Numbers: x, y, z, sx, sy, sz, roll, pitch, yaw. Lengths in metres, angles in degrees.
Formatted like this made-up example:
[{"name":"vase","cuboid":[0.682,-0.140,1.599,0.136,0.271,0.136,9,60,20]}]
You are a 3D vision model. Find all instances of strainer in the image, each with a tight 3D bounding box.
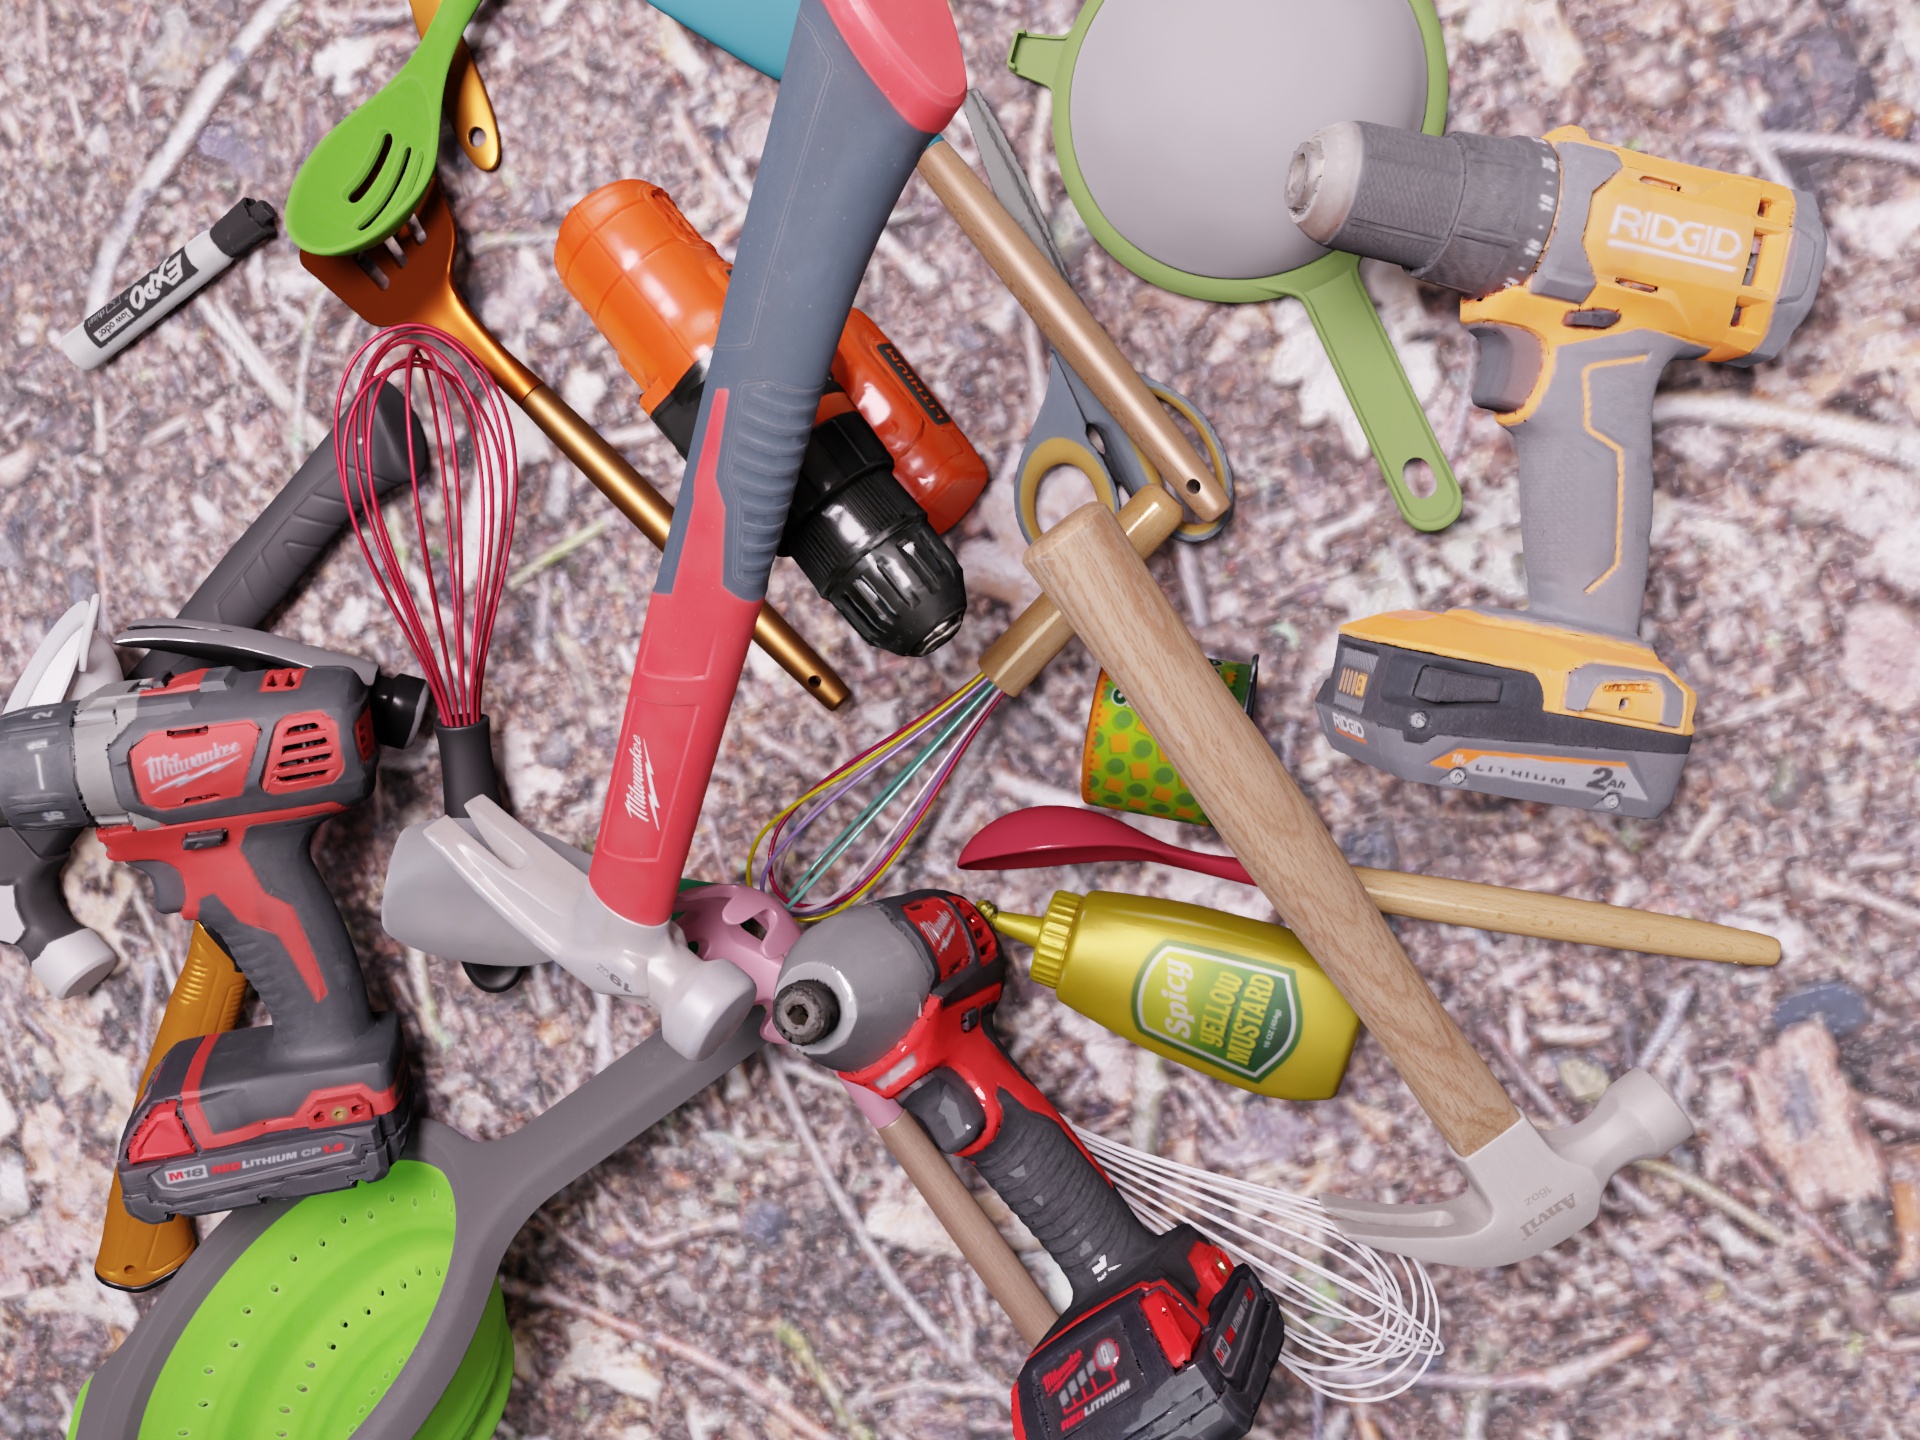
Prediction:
[{"name":"strainer","cuboid":[-0.448,0.025,0.722,0.258,0.050,0.087,-32,46,20]},{"name":"strainer","cuboid":[0.126,-0.188,0.588,0.151,0.069,0.256,-25,89,14]}]

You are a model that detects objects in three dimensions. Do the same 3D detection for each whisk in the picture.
[{"name":"whisk","cuboid":[-0.215,-0.018,0.681,0.073,0.073,0.295,2,107,13]},{"name":"whisk","cuboid":[-0.003,-0.003,0.645,0.047,0.051,0.245,45,105,7]},{"name":"whisk","cuboid":[0.063,0.186,0.652,0.285,0.070,0.070,26,101,14]}]

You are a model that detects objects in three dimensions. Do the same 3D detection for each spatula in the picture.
[{"name":"spatula","cuboid":[-0.163,-0.123,0.687,0.322,0.041,0.081,45,103,1]},{"name":"spatula","cuboid":[-0.002,-0.200,0.616,0.082,0.044,0.317,-41,82,25]}]

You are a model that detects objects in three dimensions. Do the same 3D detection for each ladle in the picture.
[{"name":"ladle","cuboid":[0.156,0.066,0.623,0.315,0.069,0.031,8,81,6]}]

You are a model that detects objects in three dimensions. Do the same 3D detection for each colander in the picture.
[{"name":"colander","cuboid":[-0.199,0.238,0.697,0.397,0.205,0.094,-35,123,-1]}]

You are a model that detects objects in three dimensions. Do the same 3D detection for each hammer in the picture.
[{"name":"hammer","cuboid":[-0.365,-0.030,0.736,0.334,0.035,0.146,-44,86,13]},{"name":"hammer","cuboid":[-0.090,-0.049,0.494,0.143,0.038,0.386,35,131,14]},{"name":"hammer","cuboid":[-0.353,0.118,0.732,0.127,0.034,0.337,17,105,-18]},{"name":"hammer","cuboid":[0.128,0.065,0.577,0.130,0.031,0.331,-37,100,1]}]

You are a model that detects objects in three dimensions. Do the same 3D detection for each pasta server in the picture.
[{"name":"pasta server","cuboid":[-0.018,0.189,0.653,0.060,0.040,0.316,-26,103,41]}]

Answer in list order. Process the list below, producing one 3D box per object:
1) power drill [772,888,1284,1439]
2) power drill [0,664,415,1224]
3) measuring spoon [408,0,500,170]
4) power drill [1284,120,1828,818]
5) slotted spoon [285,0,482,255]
[{"name":"power drill","cuboid":[0.015,0.161,0.572,0.078,0.143,0.220,-39,77,15]},{"name":"power drill","cuboid":[-0.332,0.091,0.669,0.188,0.080,0.226,-7,109,-13]},{"name":"measuring spoon","cuboid":[-0.225,-0.293,0.686,0.021,0.011,0.117,-21,91,14]},{"name":"power drill","cuboid":[0.187,-0.091,0.557,0.185,0.084,0.226,9,97,-11]},{"name":"slotted spoon","cuboid":[-0.188,-0.328,0.658,0.070,0.031,0.314,36,98,27]}]
